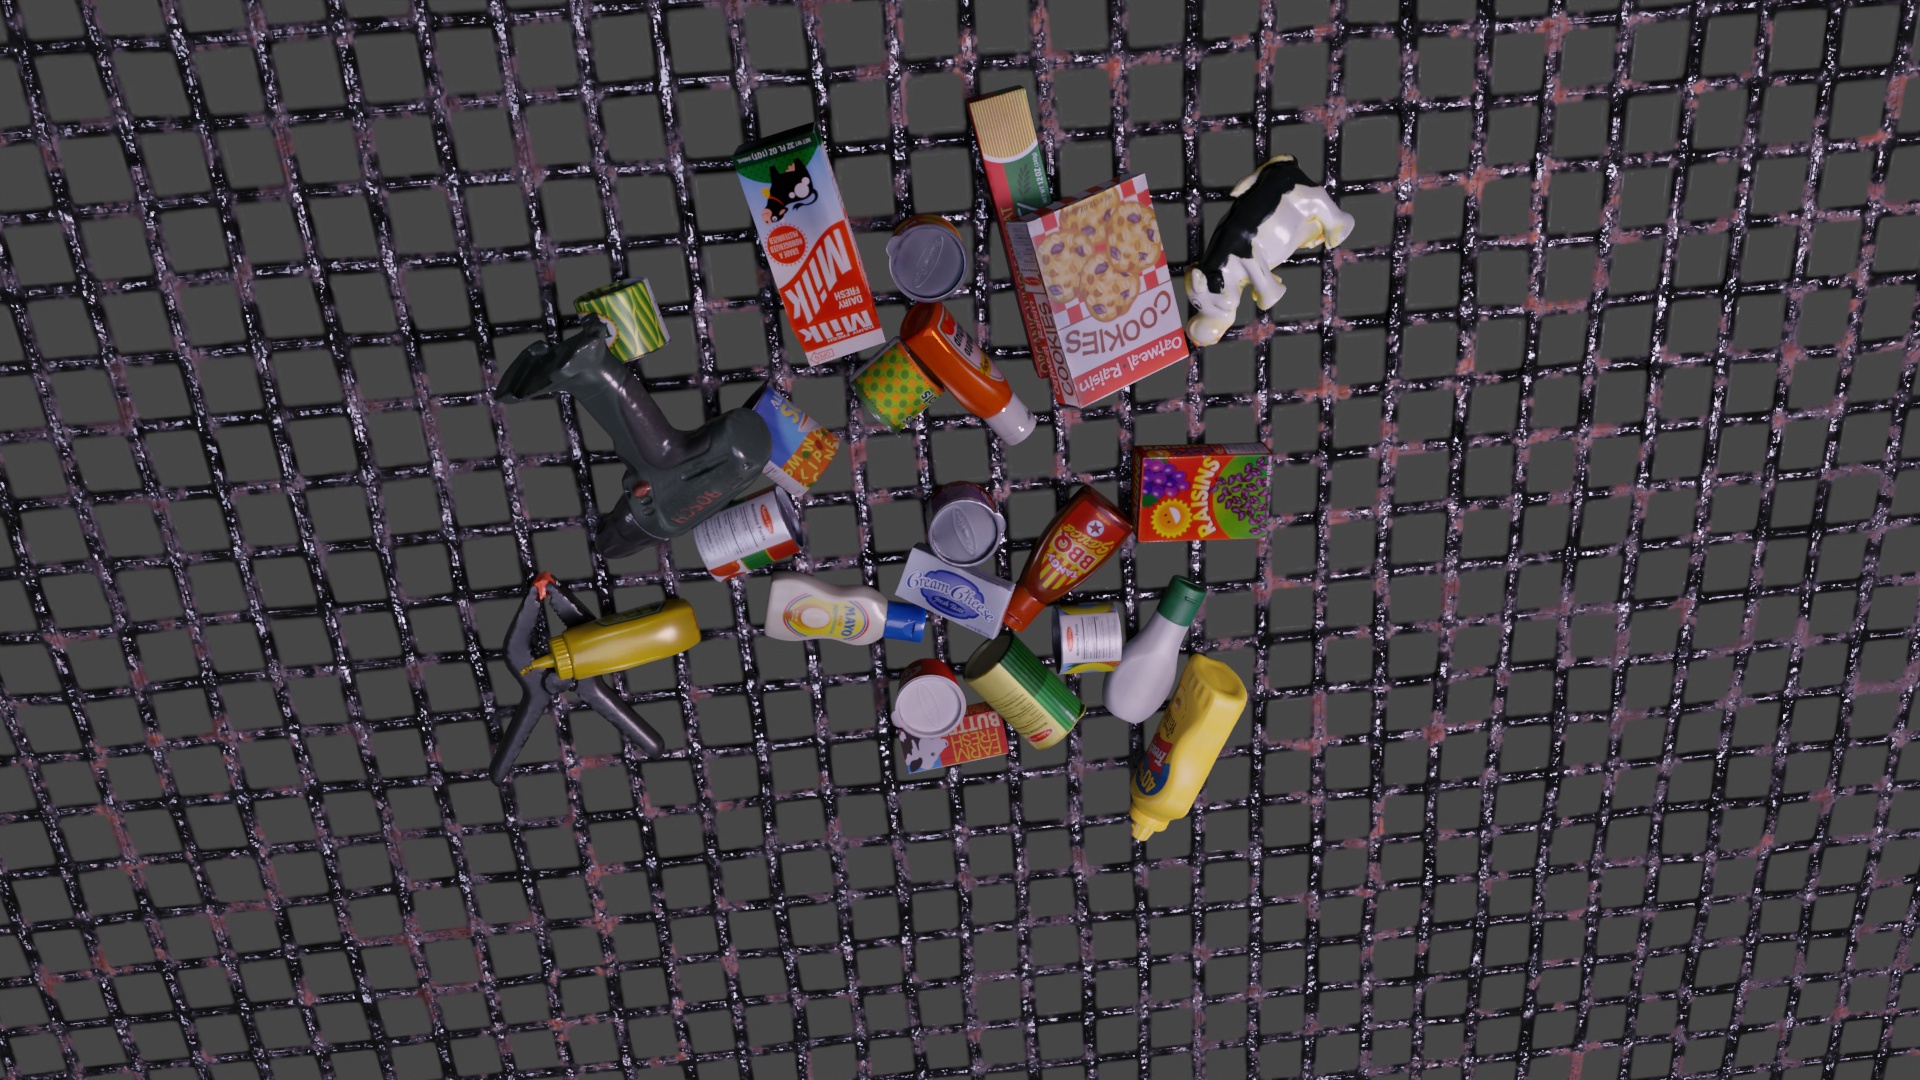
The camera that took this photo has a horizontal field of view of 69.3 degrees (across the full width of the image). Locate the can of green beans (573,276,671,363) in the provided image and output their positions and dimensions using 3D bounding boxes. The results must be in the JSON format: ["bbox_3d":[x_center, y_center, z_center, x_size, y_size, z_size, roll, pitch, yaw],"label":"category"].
[{"bbox_3d":[-0.287,-0.186,1.177,0.071,0.071,0.057,-17,112,2],"label":"can of green beans"}]

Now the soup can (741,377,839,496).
[{"bbox_3d":[-0.157,-0.090,1.227,0.083,0.071,0.071,37,104,-18],"label":"soup can"}]

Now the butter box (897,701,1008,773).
[{"bbox_3d":[-0.007,0.194,1.371,0.103,0.024,0.053,-12,112,0],"label":"butter box"}]

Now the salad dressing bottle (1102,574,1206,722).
[{"bbox_3d":[0.189,0.104,1.343,0.064,0.044,0.147,22,107,-14],"label":"salad dressing bottle"}]

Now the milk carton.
[{"bbox_3d":[-0.124,-0.244,1.164,0.072,0.074,0.189,-18,112,2],"label":"milk carton"}]

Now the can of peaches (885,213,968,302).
[{"bbox_3d":[-0.030,-0.242,1.181,0.071,0.058,0.071,-1,112,-3],"label":"can of peaches"}]

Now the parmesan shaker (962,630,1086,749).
[{"bbox_3d":[0.062,0.142,1.333,0.071,0.071,0.103,-40,108,11],"label":"parmesan shaker"}]

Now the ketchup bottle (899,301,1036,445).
[{"bbox_3d":[0.008,-0.145,1.223,0.043,0.065,0.148,-32,120,23],"label":"ketchup bottle"}]

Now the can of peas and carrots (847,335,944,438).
[{"bbox_3d":[-0.054,-0.135,1.216,0.058,0.071,0.071,-40,109,10],"label":"can of peas and carrots"}]

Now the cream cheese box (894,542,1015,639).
[{"bbox_3d":[-0.005,0.046,1.295,0.104,0.024,0.053,24,109,11],"label":"cream cheese box"}]

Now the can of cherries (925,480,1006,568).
[{"bbox_3d":[0.005,-0.016,1.272,0.071,0.058,0.071,-1,111,-4],"label":"can of cherries"}]

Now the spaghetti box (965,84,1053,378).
[{"bbox_3d":[0.061,-0.261,1.197,0.050,0.029,0.249,-16,112,1],"label":"spaghetti box"}]

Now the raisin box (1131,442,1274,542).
[{"bbox_3d":[0.223,-0.046,1.289,0.123,0.040,0.085,-2,112,-5],"label":"raisin box"}]

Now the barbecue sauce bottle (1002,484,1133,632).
[{"bbox_3d":[0.092,0.021,1.302,0.065,0.044,0.148,39,104,-8],"label":"barbecue sauce bottle"}]

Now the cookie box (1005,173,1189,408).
[{"bbox_3d":[0.120,-0.213,1.191,0.123,0.040,0.166,-27,113,-21],"label":"cookie box"}]

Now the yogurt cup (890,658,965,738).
[{"bbox_3d":[-0.031,0.149,1.336,0.072,0.054,0.072,-2,112,-4],"label":"yogurt cup"}]

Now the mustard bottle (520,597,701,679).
[{"bbox_3d":[-0.320,0.094,1.264,0.161,0.065,0.048,-16,103,-22],"label":"mustard bottle"}]

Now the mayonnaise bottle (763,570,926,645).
[{"bbox_3d":[-0.108,0.068,1.305,0.148,0.041,0.064,8,109,-7],"label":"mayonnaise bottle"}]

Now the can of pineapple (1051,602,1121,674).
[{"bbox_3d":[0.119,0.093,1.322,0.058,0.071,0.070,-3,112,-4],"label":"can of pineapple"}]

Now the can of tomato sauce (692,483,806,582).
[{"bbox_3d":[-0.191,-0.006,1.257,0.083,0.071,0.071,-22,112,5],"label":"can of tomato sauce"}]
